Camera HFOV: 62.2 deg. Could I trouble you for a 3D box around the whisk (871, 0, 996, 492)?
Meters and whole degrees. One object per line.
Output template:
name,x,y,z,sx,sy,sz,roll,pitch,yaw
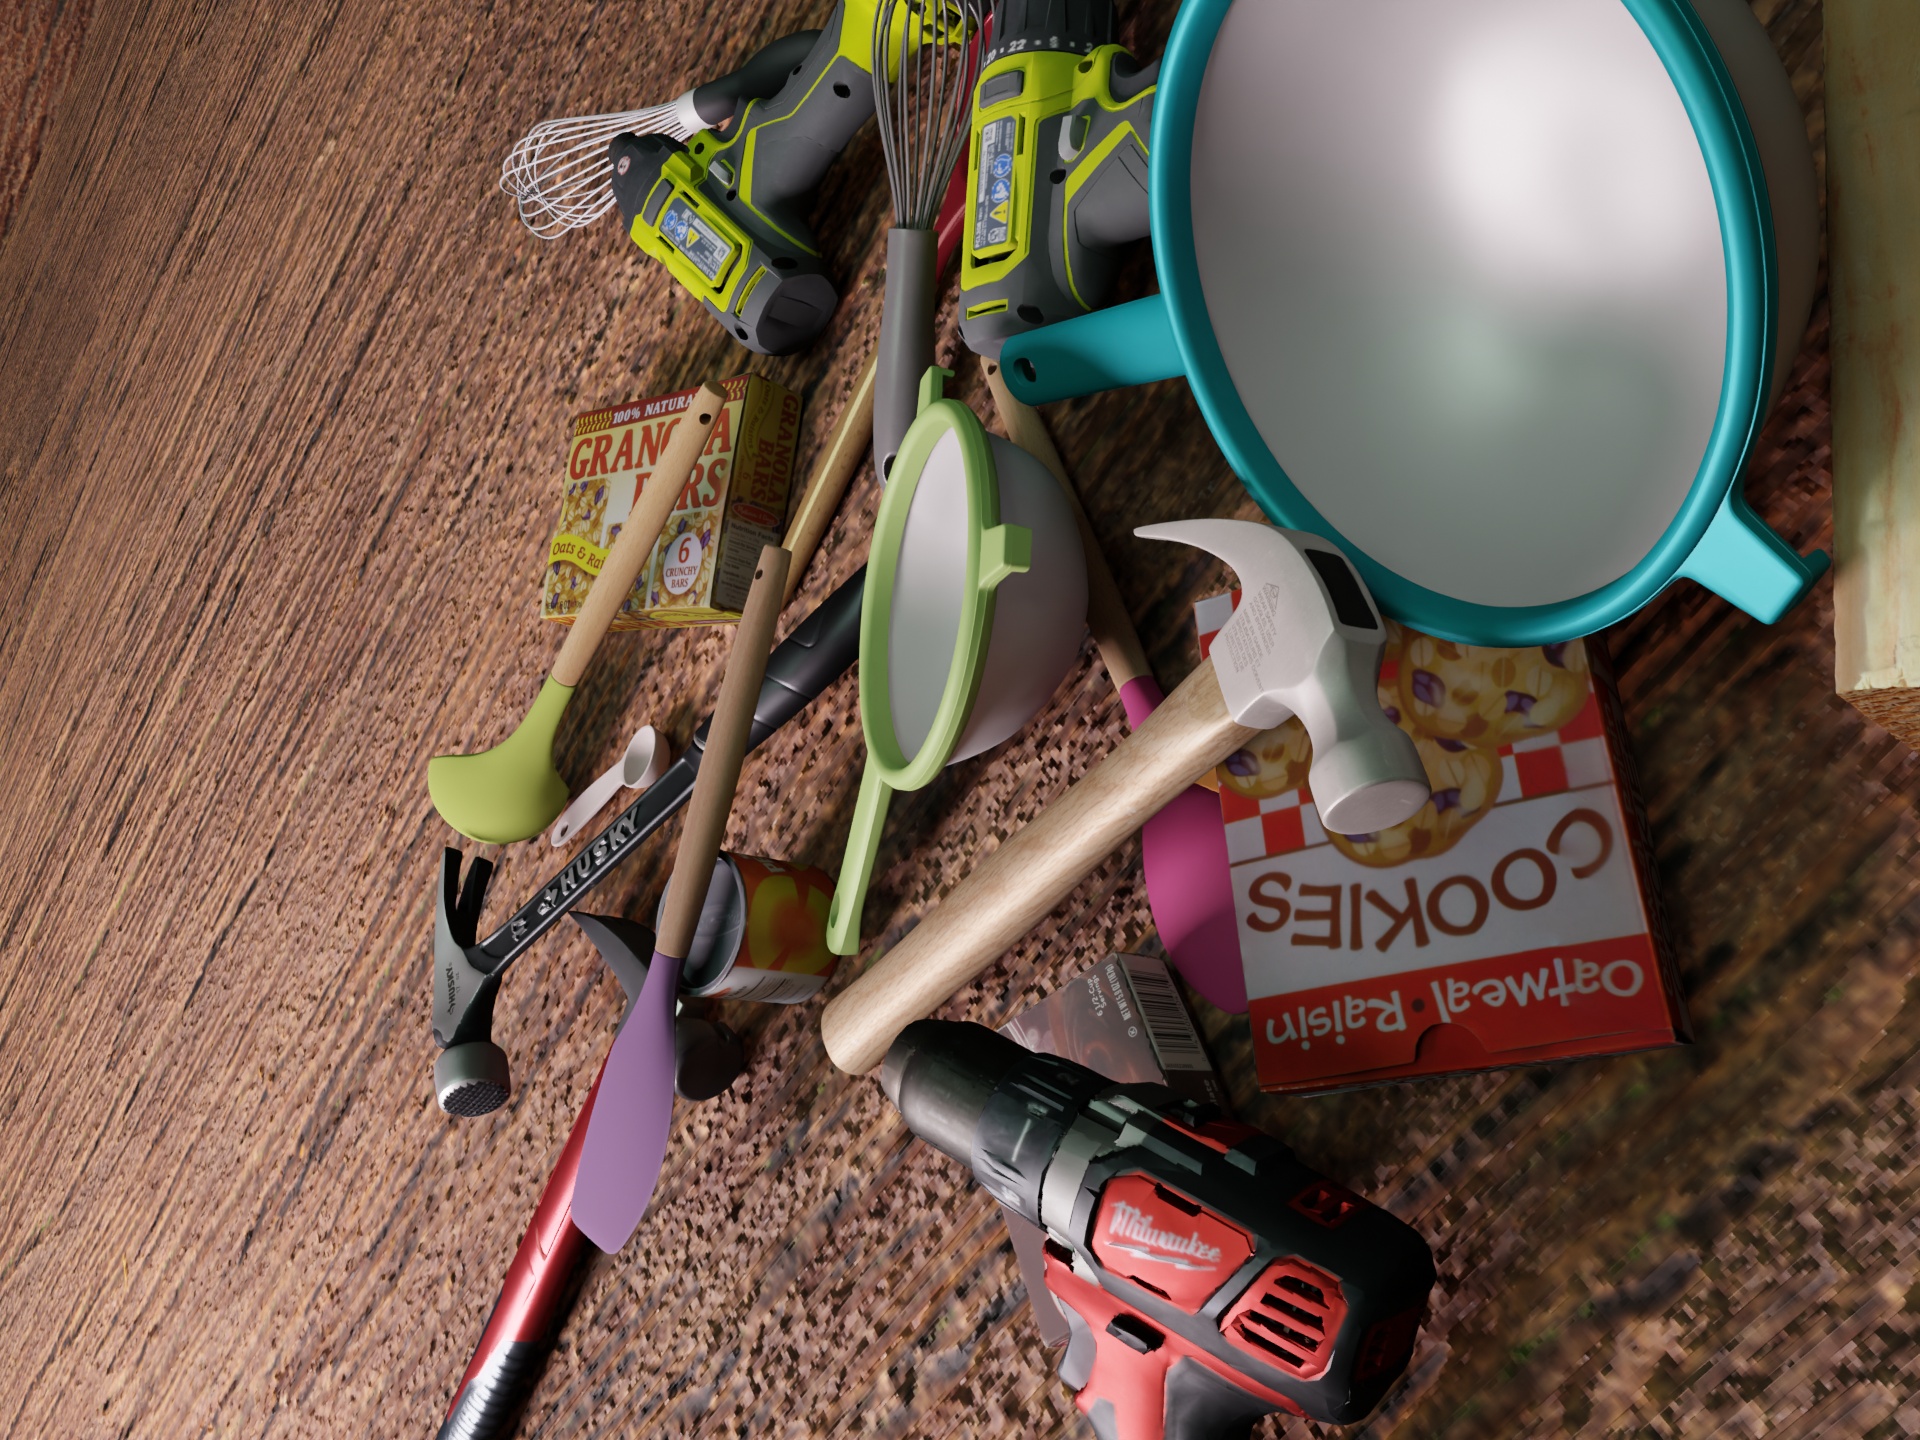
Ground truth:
whisk,-0.018,-0.218,0.713,0.055,0.055,0.239,22,113,46

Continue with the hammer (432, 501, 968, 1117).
hammer,-0.129,0.022,0.765,0.409,0.036,0.149,-41,46,21

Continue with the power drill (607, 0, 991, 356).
power drill,-0.090,-0.323,0.807,0.171,0.080,0.223,47,114,26

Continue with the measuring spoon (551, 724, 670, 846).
measuring spoon,-0.191,0.041,0.870,0.124,0.018,0.034,-37,44,41

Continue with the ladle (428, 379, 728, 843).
ladle,-0.195,-0.049,0.823,0.320,0.078,0.062,-55,32,30

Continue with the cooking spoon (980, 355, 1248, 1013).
cooking spoon,0.061,-0.034,0.630,0.068,0.017,0.319,-40,54,31

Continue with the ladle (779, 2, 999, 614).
ladle,-0.028,-0.187,0.759,0.069,0.031,0.315,39,109,39

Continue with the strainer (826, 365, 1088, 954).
strainer,-0.001,-0.002,0.647,0.152,0.069,0.256,-109,29,-53

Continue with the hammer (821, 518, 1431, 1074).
hammer,0.031,0.048,0.571,0.331,0.031,0.130,-47,45,45

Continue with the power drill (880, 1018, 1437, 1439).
power drill,0.032,0.219,0.505,0.188,0.080,0.226,21,101,36

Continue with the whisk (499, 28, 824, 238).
whisk,-0.176,-0.351,0.938,0.285,0.070,0.070,-6,74,39

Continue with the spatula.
spatula,-0.118,0.077,0.693,0.060,0.018,0.316,16,92,46

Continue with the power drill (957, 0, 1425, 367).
power drill,0.092,-0.247,0.610,0.229,0.080,0.190,2,87,47

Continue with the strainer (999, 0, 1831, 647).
strainer,0.124,-0.138,0.495,0.340,0.095,0.211,11,124,64

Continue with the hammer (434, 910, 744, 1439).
hammer,-0.229,0.289,0.816,0.143,0.038,0.386,36,104,46

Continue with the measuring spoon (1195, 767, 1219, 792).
measuring spoon,0.116,0.025,0.553,0.117,0.011,0.021,14,82,34
